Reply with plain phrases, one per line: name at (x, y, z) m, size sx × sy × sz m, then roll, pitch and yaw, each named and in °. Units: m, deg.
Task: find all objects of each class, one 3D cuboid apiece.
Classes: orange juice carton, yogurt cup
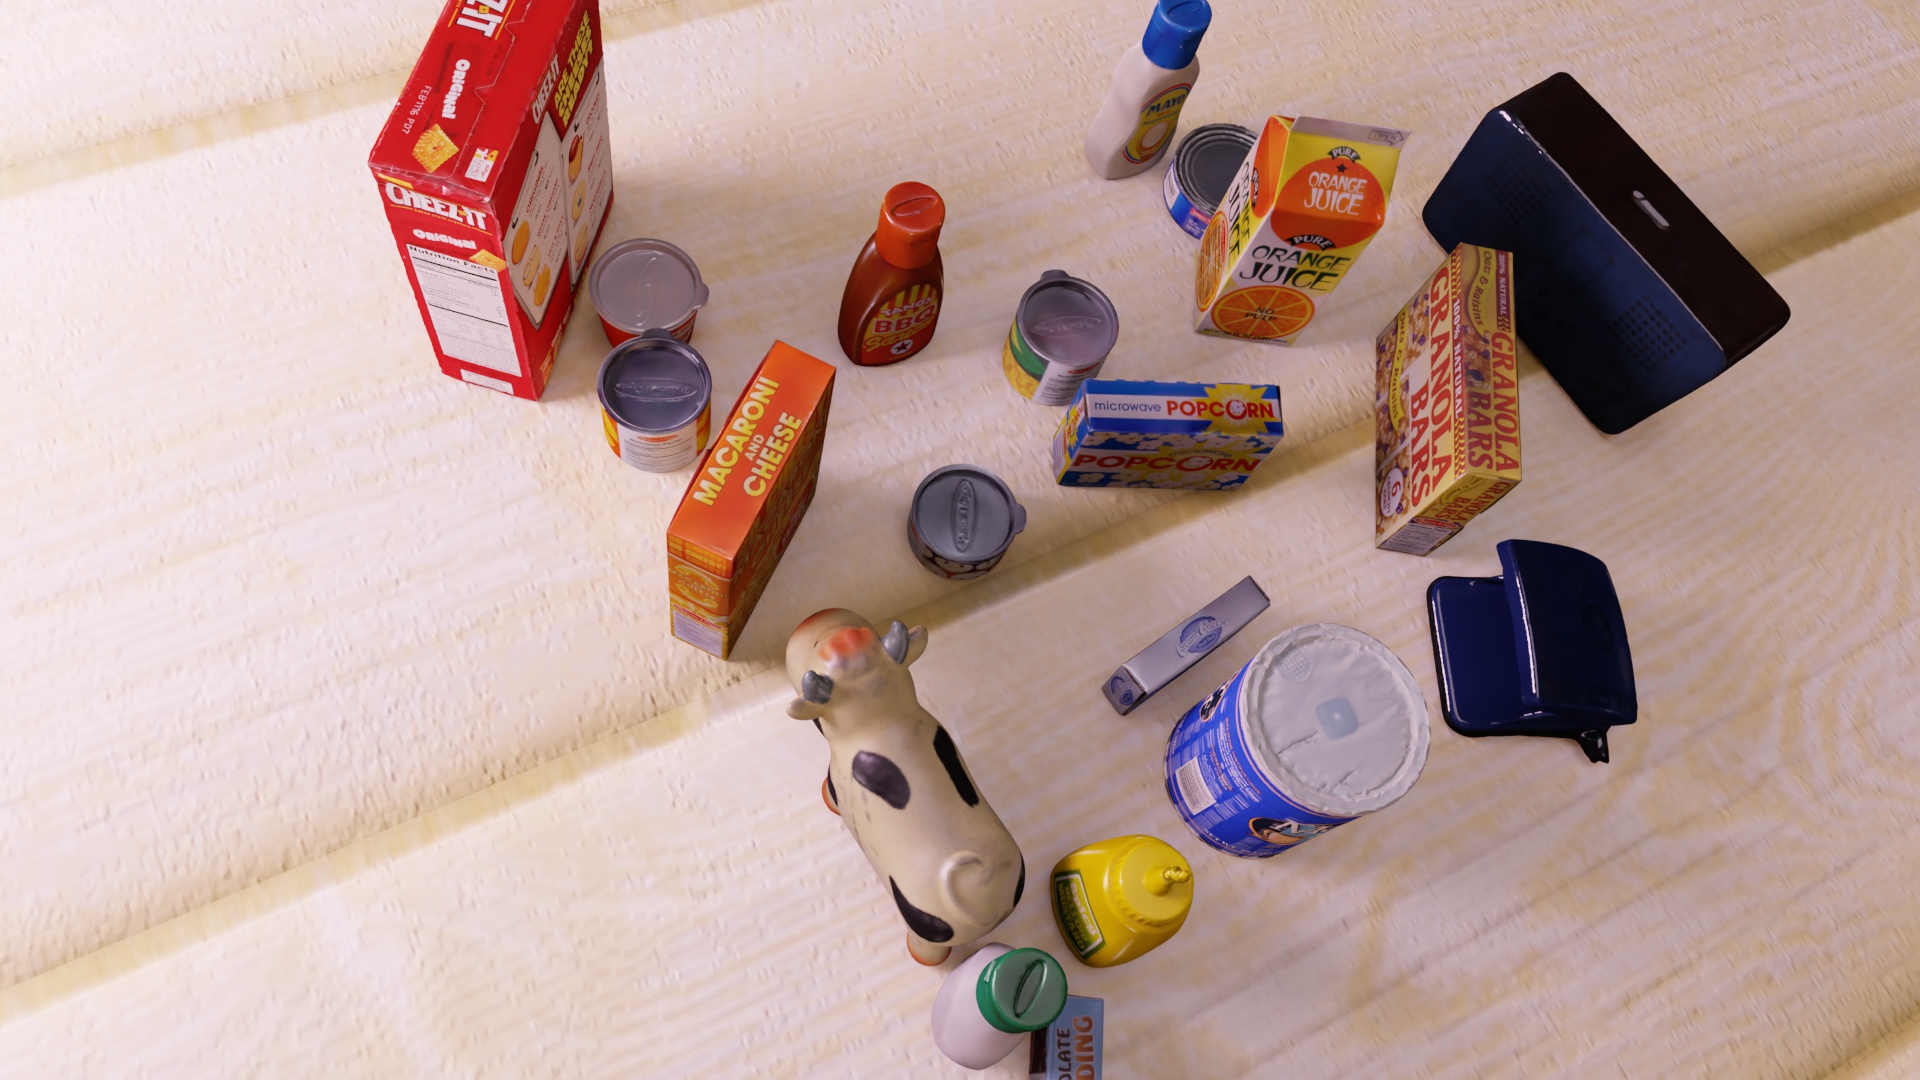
orange juice carton at (0.213, -0.206, 0.891) m, size 0.072 × 0.192 × 0.073 m, roll 7°, pitch 67°, yaw -7°
yogurt cup at (-0.195, -0.146, 0.867) m, size 0.072 × 0.053 × 0.072 m, roll 4°, pitch 67°, yaw -9°

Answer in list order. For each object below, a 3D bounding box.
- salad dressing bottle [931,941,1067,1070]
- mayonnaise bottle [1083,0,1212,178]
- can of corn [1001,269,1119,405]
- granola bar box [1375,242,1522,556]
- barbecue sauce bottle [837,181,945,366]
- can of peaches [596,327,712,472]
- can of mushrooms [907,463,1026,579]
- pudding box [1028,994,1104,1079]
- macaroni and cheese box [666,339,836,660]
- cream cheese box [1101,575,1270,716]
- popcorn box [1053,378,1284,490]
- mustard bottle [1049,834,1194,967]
salad dressing bottle at (0.019, 0.231, 0.697) m, size 0.044 × 0.147 × 0.064 m, roll 28°, pitch 66°, yaw 2°
mayonnaise bottle at (0.130, -0.308, 0.943) m, size 0.065 × 0.147 × 0.041 m, roll -25°, pitch 74°, yaw -19°
can of corn at (0.063, -0.131, 0.906) m, size 0.071 × 0.058 × 0.071 m, roll 4°, pitch 67°, yaw -9°
granola bar box at (0.312, -0.088, 0.897) m, size 0.039 × 0.123 × 0.166 m, roll 11°, pitch 66°, yaw -6°
barbecue sauce bottle at (-0.038, -0.162, 0.851) m, size 0.065 × 0.148 × 0.044 m, roll -20°, pitch 73°, yaw -17°
can of peaches at (-0.184, -0.084, 0.841) m, size 0.071 × 0.057 × 0.071 m, roll 4°, pitch 67°, yaw -9°
can of mushrooms at (0.003, -0.011, 0.858) m, size 0.071 × 0.033 × 0.071 m, roll 4°, pitch 67°, yaw -9°
pudding box at (0.055, 0.284, 0.734) m, size 0.030 × 0.049 × 0.084 m, roll 8°, pitch 67°, yaw -7°
macaroni and cheese box at (-0.117, -0.017, 0.766) m, size 0.040 × 0.165 × 0.124 m, roll 25°, pitch 66°, yaw 0°
cream cheese box at (0.136, 0.064, 0.840) m, size 0.104 × 0.053 × 0.024 m, roll -32°, pitch 77°, yaw -21°
popcorn box at (0.129, -0.066, 0.876) m, size 0.127 × 0.085 × 0.038 m, roll 1°, pitch 68°, yaw -10°
mustard bottle at (0.087, 0.183, 0.722) m, size 0.049 × 0.159 × 0.065 m, roll -15°, pitch 71°, yaw -16°
